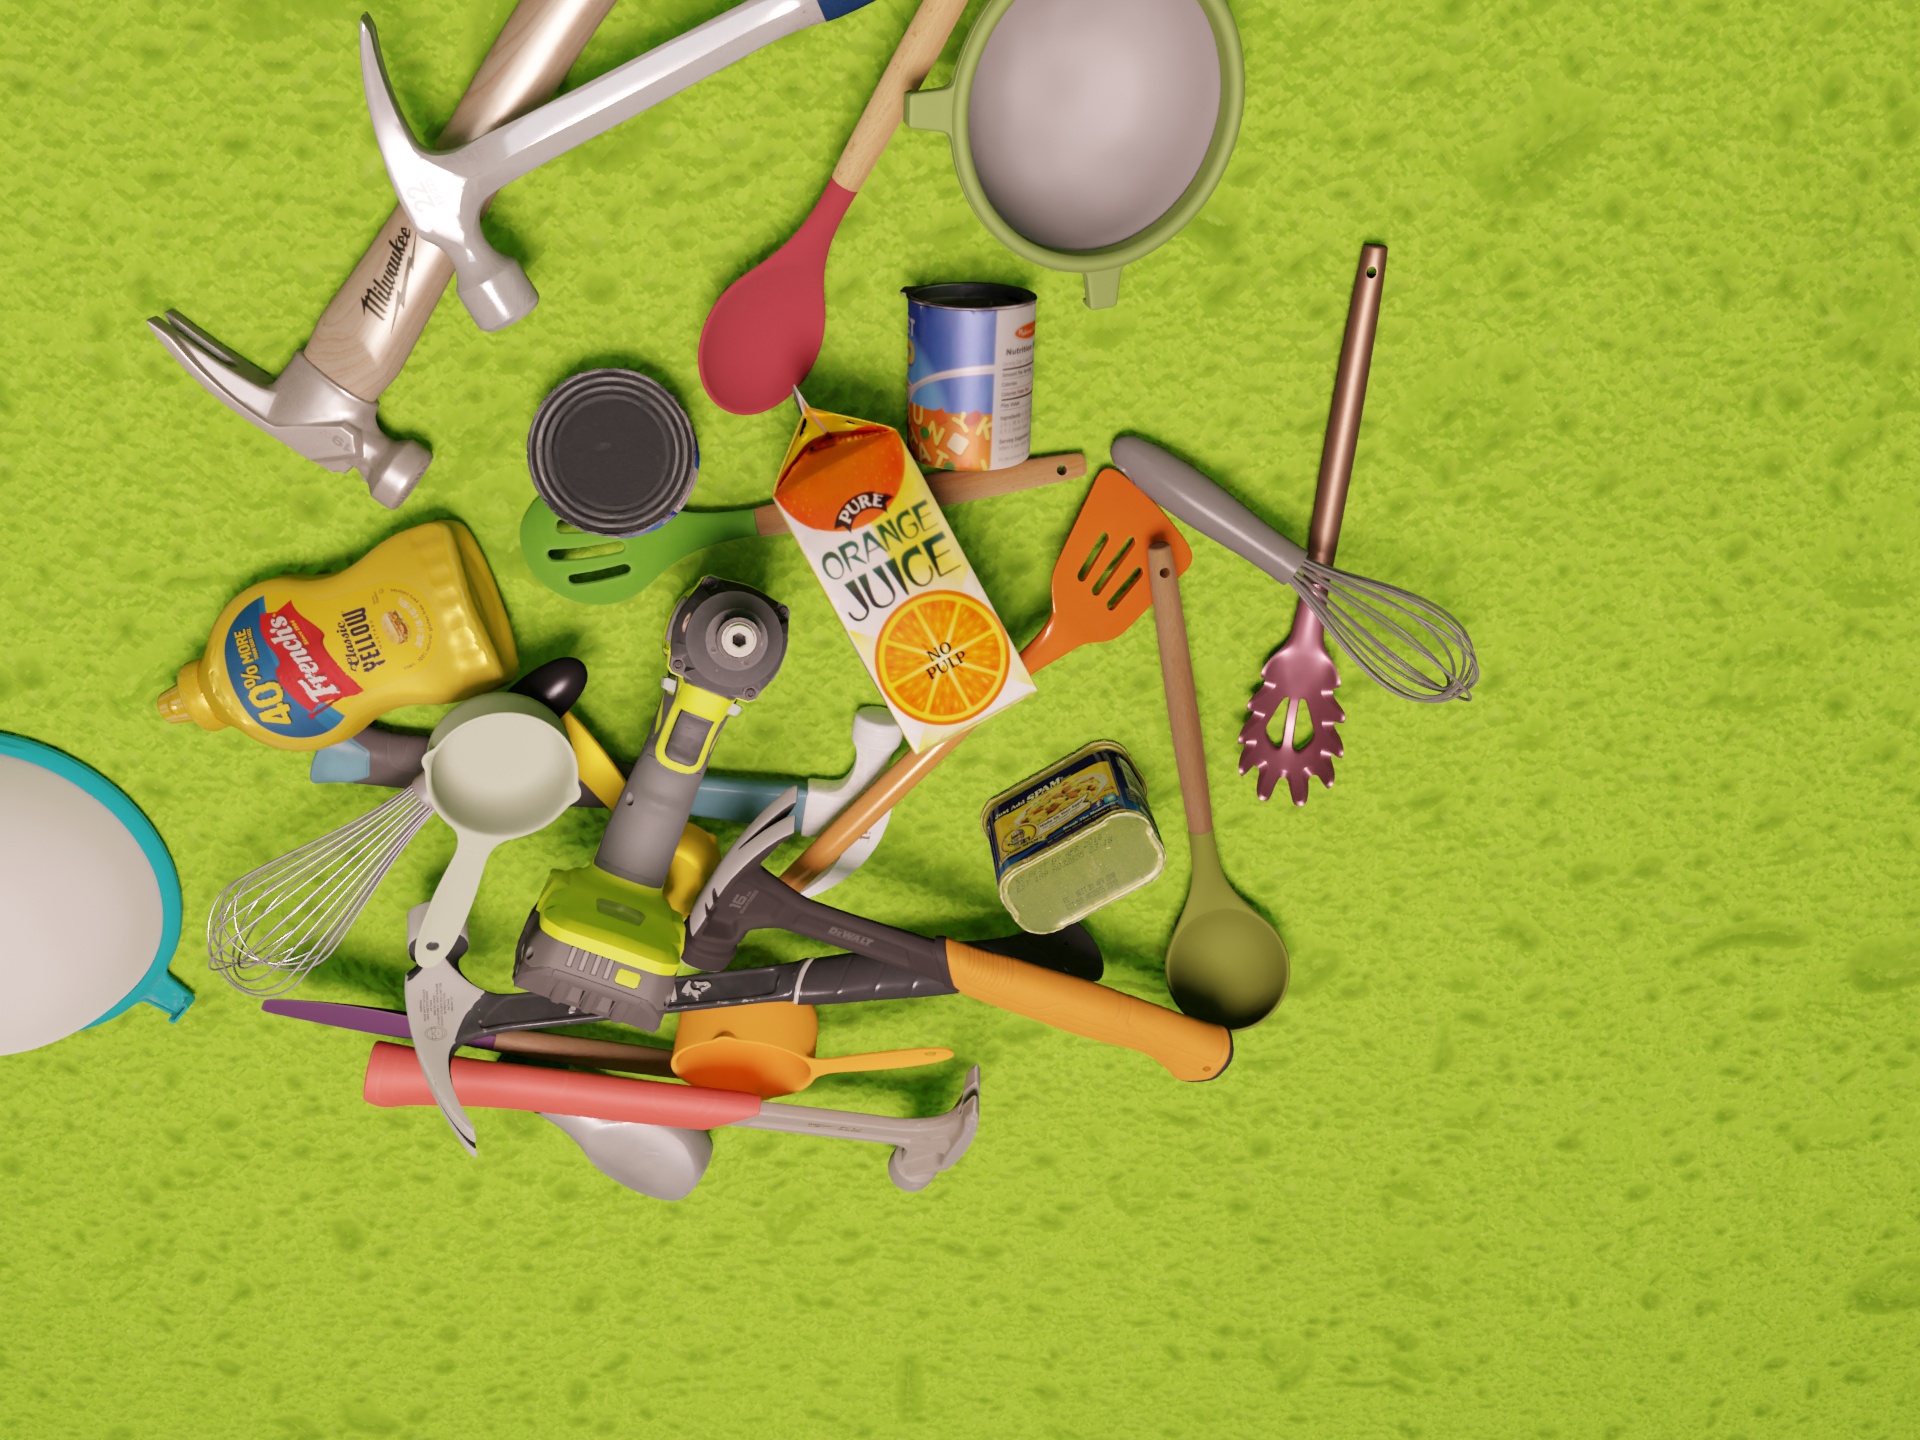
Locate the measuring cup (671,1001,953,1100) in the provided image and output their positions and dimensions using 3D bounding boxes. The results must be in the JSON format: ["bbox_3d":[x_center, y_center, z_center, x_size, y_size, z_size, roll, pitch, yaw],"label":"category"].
[{"bbox_3d":[-0.090,0.189,0.977,0.173,0.052,0.095,-5,144,7],"label":"measuring cup"}]

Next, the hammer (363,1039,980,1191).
[{"bbox_3d":[-0.171,0.229,0.959,0.359,0.037,0.149,10,144,-11],"label":"hammer"}]

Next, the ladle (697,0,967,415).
[{"bbox_3d":[-0.043,-0.277,0.754,0.069,0.031,0.315,4,135,-40],"label":"ladle"}]

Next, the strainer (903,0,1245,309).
[{"bbox_3d":[0.089,-0.336,0.752,0.151,0.069,0.256,35,101,-36],"label":"strainer"}]

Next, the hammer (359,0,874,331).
[{"bbox_3d":[-0.080,-0.333,0.729,0.405,0.035,0.143,-27,123,1],"label":"hammer"}]

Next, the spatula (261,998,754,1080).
[{"bbox_3d":[-0.260,0.198,0.974,0.315,0.018,0.059,14,155,-23],"label":"spatula"}]

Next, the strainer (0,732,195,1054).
[{"bbox_3d":[-0.570,0.060,0.875,0.211,0.095,0.340,-3,117,-3],"label":"strainer"}]

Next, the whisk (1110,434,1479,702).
[{"bbox_3d":[0.180,-0.083,0.863,0.239,0.055,0.055,35,109,1],"label":"whisk"}]

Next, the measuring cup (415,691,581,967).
[{"bbox_3d":[-0.260,0.058,0.849,0.083,0.038,0.167,16,114,-28],"label":"measuring cup"}]

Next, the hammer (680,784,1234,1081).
[{"bbox_3d":[0.017,0.139,0.902,0.336,0.034,0.127,22,127,-21],"label":"hammer"}]

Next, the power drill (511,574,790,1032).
[{"bbox_3d":[-0.151,0.035,0.812,0.080,0.171,0.223,21,89,-13],"label":"power drill"}]

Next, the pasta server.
[{"bbox_3d":[0.204,-0.102,0.888,0.060,0.040,0.316,8,114,7],"label":"pasta server"}]

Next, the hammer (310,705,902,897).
[{"bbox_3d":[-0.205,0.035,0.926,0.331,0.033,0.128,7,114,-7],"label":"hammer"}]

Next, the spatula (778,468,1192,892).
[{"bbox_3d":[-0.001,-0.003,0.904,0.322,0.041,0.081,-43,117,11],"label":"spatula"}]

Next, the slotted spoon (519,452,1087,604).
[{"bbox_3d":[-0.086,-0.115,0.867,0.313,0.031,0.070,-10,111,-1],"label":"slotted spoon"}]

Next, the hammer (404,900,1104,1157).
[{"bbox_3d":[-0.110,0.159,0.934,0.409,0.149,0.036,-3,142,-16],"label":"hammer"}]

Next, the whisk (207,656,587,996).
[{"bbox_3d":[-0.314,0.055,0.881,0.284,0.070,0.070,-39,112,10],"label":"whisk"}]

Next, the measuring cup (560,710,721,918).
[{"bbox_3d":[-0.194,0.050,0.898,0.062,0.029,0.156,-32,111,9],"label":"measuring cup"}]

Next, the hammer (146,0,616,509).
[{"bbox_3d":[-0.228,-0.300,0.763,0.146,0.038,0.410,35,108,-17],"label":"hammer"}]

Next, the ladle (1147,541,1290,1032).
[{"bbox_3d":[0.141,0.047,0.935,0.078,0.062,0.320,-14,118,-3],"label":"ladle"}]
